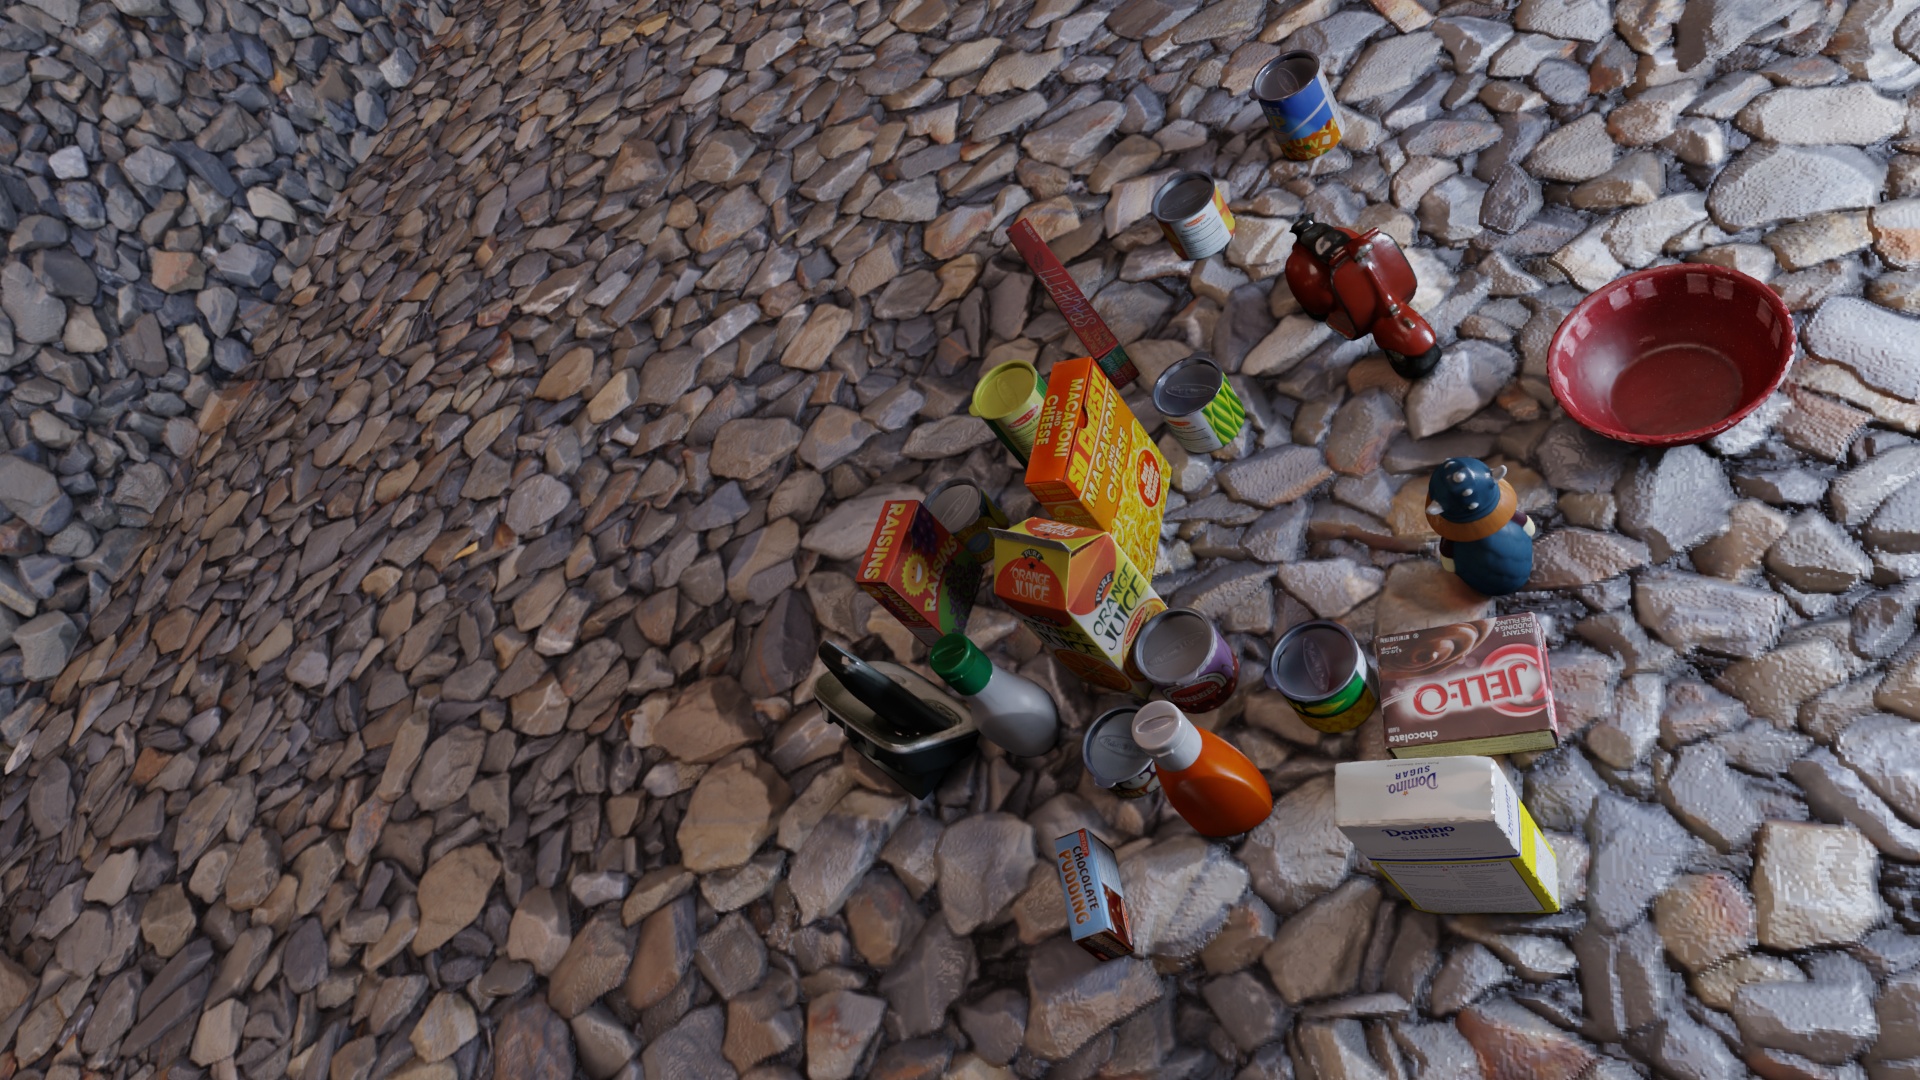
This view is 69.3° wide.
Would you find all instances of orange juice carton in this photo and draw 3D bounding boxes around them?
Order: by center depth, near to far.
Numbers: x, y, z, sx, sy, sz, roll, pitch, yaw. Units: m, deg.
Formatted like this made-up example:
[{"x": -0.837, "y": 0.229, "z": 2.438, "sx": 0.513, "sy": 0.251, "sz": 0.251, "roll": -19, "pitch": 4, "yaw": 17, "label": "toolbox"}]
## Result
[{"x": 0.094, "y": 0.045, "z": 1.085, "sx": 0.072, "sy": 0.192, "sz": 0.073, "roll": 13, "pitch": 67, "yaw": 40, "label": "orange juice carton"}]

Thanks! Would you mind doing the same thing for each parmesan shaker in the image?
[{"x": 0.062, "y": -0.109, "z": 1.285, "sx": 0.071, "sy": 0.103, "sz": 0.071, "roll": -18, "pitch": 50, "yaw": 23, "label": "parmesan shaker"}]

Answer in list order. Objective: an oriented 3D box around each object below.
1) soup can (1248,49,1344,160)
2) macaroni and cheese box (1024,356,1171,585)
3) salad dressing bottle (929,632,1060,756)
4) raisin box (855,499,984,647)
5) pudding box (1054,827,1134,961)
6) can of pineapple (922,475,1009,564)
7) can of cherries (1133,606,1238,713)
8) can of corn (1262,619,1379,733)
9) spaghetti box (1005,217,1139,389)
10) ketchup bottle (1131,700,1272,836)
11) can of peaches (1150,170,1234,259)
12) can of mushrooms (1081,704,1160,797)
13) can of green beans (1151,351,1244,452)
[{"x": 0.326, "y": -0.420, "z": 1.348, "sx": 0.071, "sy": 0.083, "sz": 0.072, "roll": -18, "pitch": 50, "yaw": 23, "label": "soup can"}, {"x": 0.119, "y": -0.054, "z": 1.160, "sx": 0.040, "sy": 0.166, "sz": 0.124, "roll": -5, "pitch": 56, "yaw": 32, "label": "macaroni and cheese box"}, {"x": 0.028, "y": 0.123, "z": 1.105, "sx": 0.064, "sy": 0.147, "sz": 0.044, "roll": -21, "pitch": 49, "yaw": 21, "label": "salad dressing bottle"}, {"x": -0.034, "y": 0.031, "z": 1.233, "sx": 0.040, "sy": 0.123, "sz": 0.086, "roll": 1, "pitch": 59, "yaw": 36, "label": "raisin box"}, {"x": 0.098, "y": 0.260, "z": 1.023, "sx": 0.030, "sy": 0.049, "sz": 0.084, "roll": -25, "pitch": 47, "yaw": 18, "label": "pudding box"}, {"x": 0.005, "y": -0.016, "z": 1.288, "sx": 0.071, "sy": 0.057, "sz": 0.071, "roll": -18, "pitch": 50, "yaw": 23, "label": "can of pineapple"}, {"x": 0.177, "y": 0.096, "z": 1.084, "sx": 0.071, "sy": 0.058, "sz": 0.072, "roll": -18, "pitch": 50, "yaw": 23, "label": "can of cherries"}, {"x": 0.265, "y": 0.102, "z": 1.020, "sx": 0.071, "sy": 0.058, "sz": 0.071, "roll": -18, "pitch": 50, "yaw": 23, "label": "can of corn"}, {"x": 0.109, "y": -0.240, "z": 1.389, "sx": 0.028, "sy": 0.050, "sz": 0.251, "roll": -35, "pitch": 45, "yaw": 8, "label": "spaghetti box"}, {"x": 0.167, "y": 0.161, "z": 0.979, "sx": 0.064, "sy": 0.148, "sz": 0.044, "roll": -22, "pitch": 48, "yaw": 20, "label": "ketchup bottle"}, {"x": 0.228, "y": -0.319, "z": 1.359, "sx": 0.071, "sy": 0.058, "sz": 0.071, "roll": -18, "pitch": 50, "yaw": 23, "label": "can of peaches"}, {"x": 0.130, "y": 0.166, "z": 1.083, "sx": 0.071, "sy": 0.033, "sz": 0.071, "roll": -18, "pitch": 50, "yaw": 23, "label": "can of mushrooms"}, {"x": 0.210, "y": -0.119, "z": 1.223, "sx": 0.071, "sy": 0.057, "sz": 0.071, "roll": -18, "pitch": 50, "yaw": 23, "label": "can of green beans"}]
